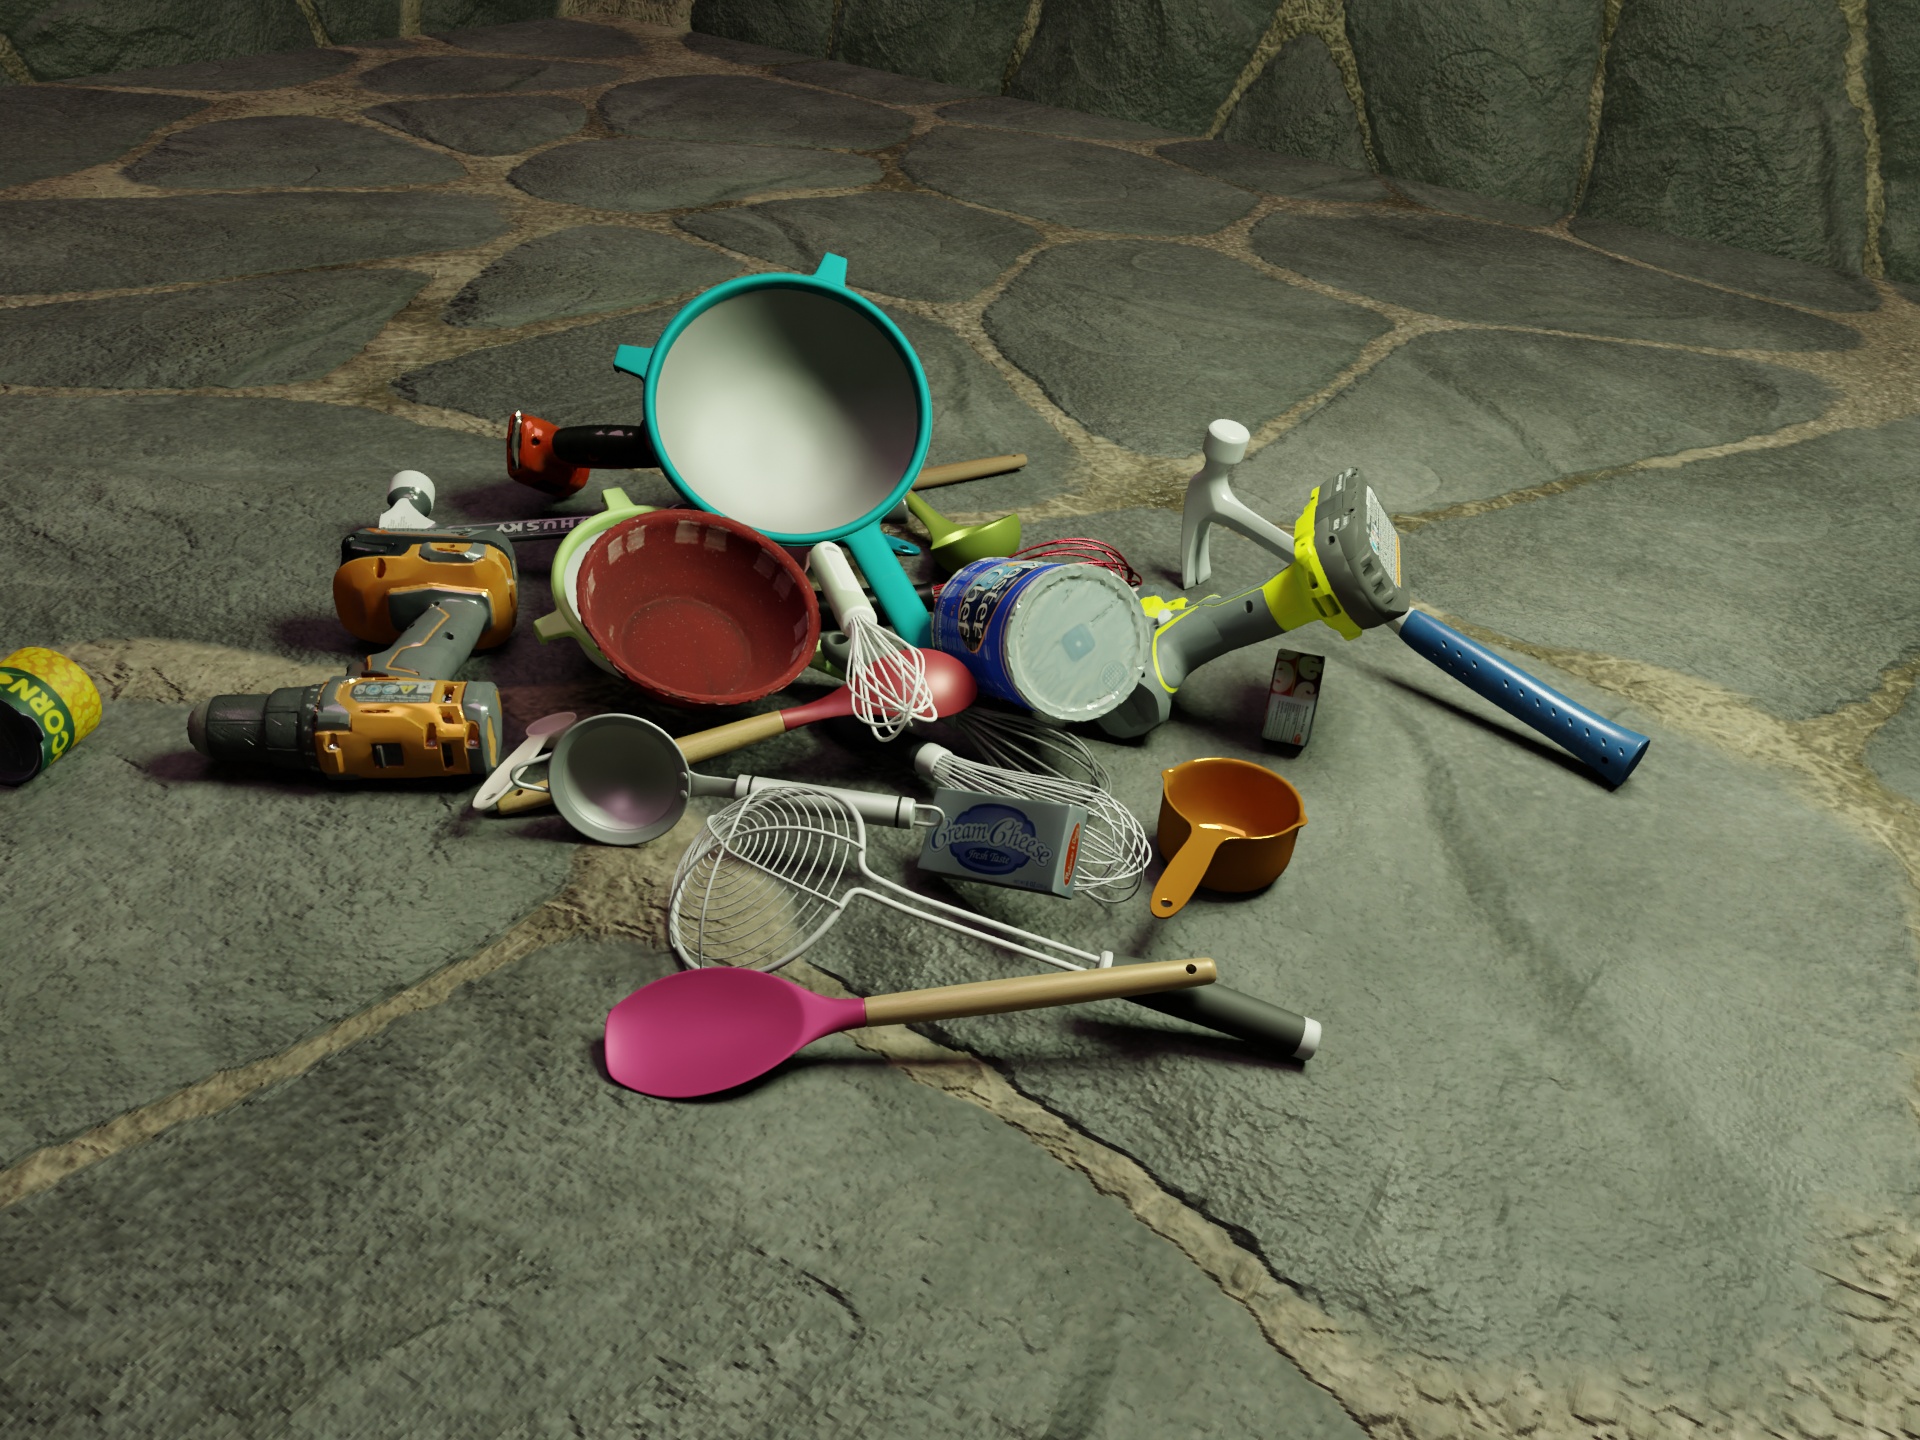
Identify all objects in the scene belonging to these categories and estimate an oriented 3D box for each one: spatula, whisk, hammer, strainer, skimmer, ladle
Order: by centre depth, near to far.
[{"bbox_3d":[0.015,0.130,0.886,0.363,0.090,0.127,19,57,0],"label":"skimmer"},{"bbox_3d":[-0.137,0.042,0.957,0.258,0.086,0.050,8,22,4],"label":"strainer"},{"bbox_3d":[0.006,0.038,1.014,0.070,0.070,0.285,-24,38,-39],"label":"whisk"},{"bbox_3d":[-0.139,0.008,1.015,0.315,0.031,0.069,-17,42,-12],"label":"ladle"},{"bbox_3d":[-0.064,-0.060,1.029,0.057,0.059,0.247,16,23,-26],"label":"whisk"},{"bbox_3d":[-0.002,-0.002,1.068,0.239,0.055,0.055,29,38,24],"label":"whisk"},{"bbox_3d":[-0.169,-0.057,1.138,0.256,0.069,0.152,22,50,-9],"label":"strainer"},{"bbox_3d":[-0.101,-0.165,1.193,0.211,0.095,0.340,-29,87,-16],"label":"strainer"},{"bbox_3d":[0.331,-0.075,1.215,0.035,0.144,0.406,-27,53,-38],"label":"hammer"},{"bbox_3d":[-0.003,-0.098,1.232,0.296,0.073,0.073,-6,33,-8],"label":"whisk"},{"bbox_3d":[-0.245,-0.153,1.240,0.409,0.036,0.149,-5,44,-5],"label":"hammer"},{"bbox_3d":[-0.059,-0.213,1.380,0.078,0.062,0.320,-27,47,-24],"label":"ladle"},{"bbox_3d":[-0.074,-0.212,1.435,0.316,0.018,0.060,-15,37,-28],"label":"spatula"}]

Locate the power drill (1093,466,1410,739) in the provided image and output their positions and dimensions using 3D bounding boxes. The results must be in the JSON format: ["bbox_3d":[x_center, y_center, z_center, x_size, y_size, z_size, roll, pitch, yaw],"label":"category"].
[{"bbox_3d":[0.198,-0.086,1.131,0.223,0.080,0.171,-25,23,27],"label":"power drill"}]

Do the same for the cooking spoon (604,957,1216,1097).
[{"bbox_3d":[-0.024,0.149,0.826,0.319,0.017,0.069,-6,57,-4],"label":"cooking spoon"}]

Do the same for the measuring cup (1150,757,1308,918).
[{"bbox_3d":[0.148,0.087,0.964,0.095,0.052,0.174,19,36,20],"label":"measuring cup"}]

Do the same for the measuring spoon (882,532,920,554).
[{"bbox_3d":[-0.098,-0.153,1.345,0.128,0.021,0.042,16,33,-2],"label":"measuring spoon"}]

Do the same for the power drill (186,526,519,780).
[{"bbox_3d":[-0.392,-0.042,1.059,0.185,0.084,0.226,-1,37,-7],"label":"power drill"}]

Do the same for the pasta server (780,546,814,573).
[{"bbox_3d":[-0.099,-0.210,1.342,0.060,0.040,0.316,16,49,17],"label":"pasta server"}]

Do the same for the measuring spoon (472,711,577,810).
[{"bbox_3d":[-0.276,0.029,1.009,0.034,0.018,0.124,-8,26,16],"label":"measuring spoon"}]
